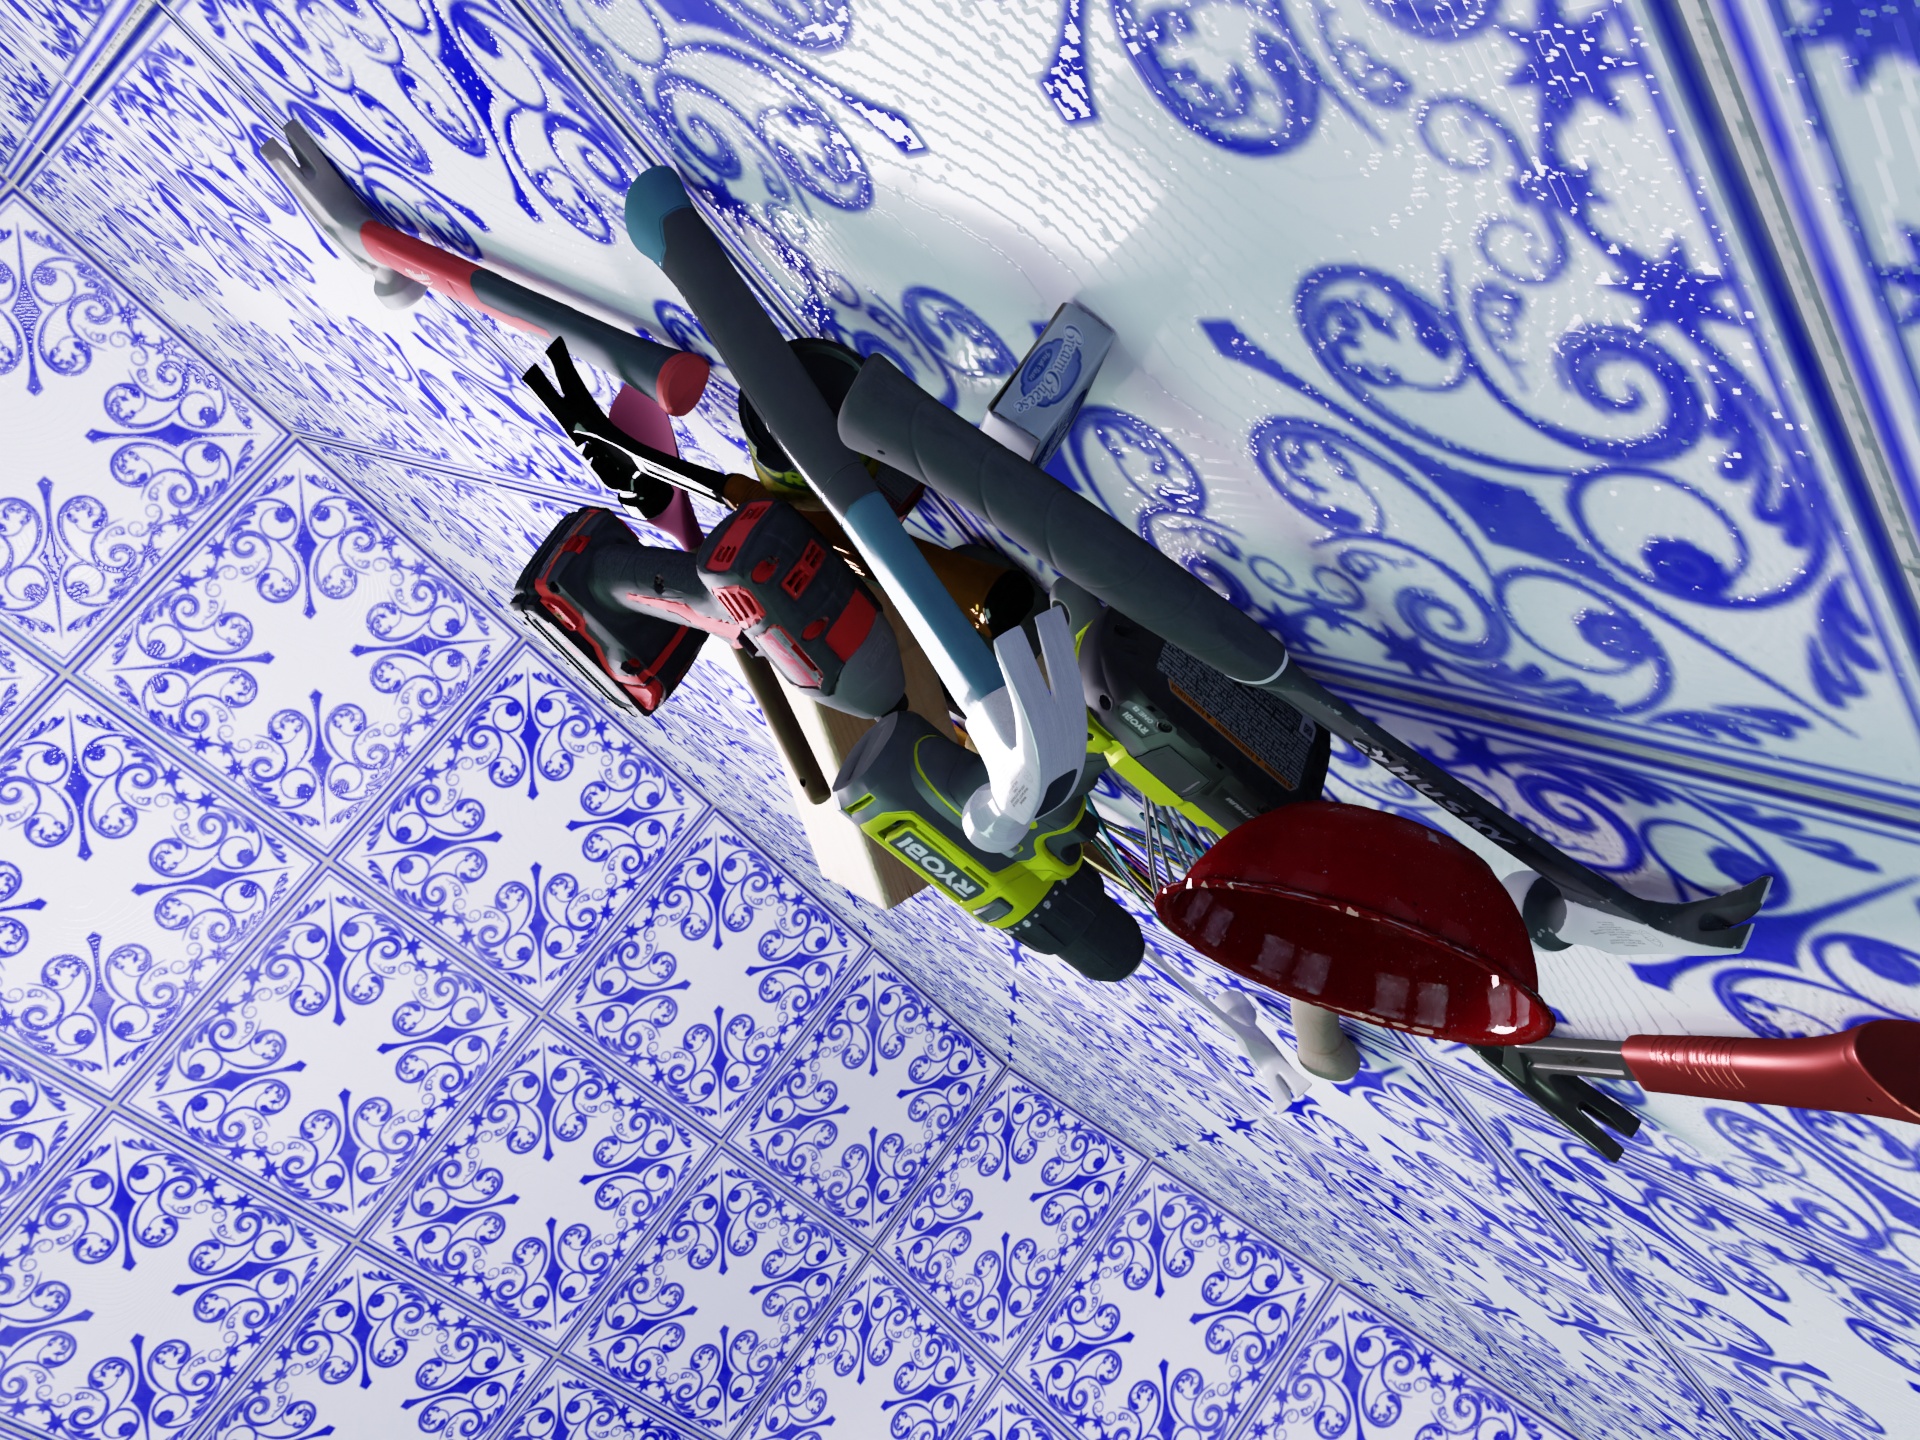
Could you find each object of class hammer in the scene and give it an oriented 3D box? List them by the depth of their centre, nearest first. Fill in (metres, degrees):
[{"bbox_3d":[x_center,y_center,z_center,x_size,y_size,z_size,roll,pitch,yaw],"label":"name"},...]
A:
[{"bbox_3d":[0.128,-0.012,0.605,0.408,0.036,0.149,32,167,-16],"label":"hammer"},{"bbox_3d":[-0.051,-0.101,0.686,0.331,0.033,0.128,56,153,10],"label":"hammer"},{"bbox_3d":[0.352,0.171,0.761,0.149,0.037,0.359,38,168,0],"label":"hammer"},{"bbox_3d":[-0.100,-0.116,0.849,0.337,0.034,0.127,25,160,35],"label":"hammer"},{"bbox_3d":[-0.295,-0.274,0.989,0.387,0.038,0.143,29,163,35],"label":"hammer"},{"bbox_3d":[0.235,0.189,1.089,0.146,0.038,0.410,19,163,19],"label":"hammer"},{"bbox_3d":[0.124,0.159,1.190,0.405,0.035,0.144,42,-174,-29],"label":"hammer"}]

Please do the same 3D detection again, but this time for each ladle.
[{"bbox_3d":[0.066,0.083,1.258,0.315,0.031,0.069,32,-179,19],"label":"ladle"}]

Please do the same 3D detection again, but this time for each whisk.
[{"bbox_3d":[0.100,0.027,0.839,0.055,0.055,0.238,16,137,59],"label":"whisk"},{"bbox_3d":[0.097,0.081,1.135,0.245,0.051,0.047,36,173,24],"label":"whisk"}]

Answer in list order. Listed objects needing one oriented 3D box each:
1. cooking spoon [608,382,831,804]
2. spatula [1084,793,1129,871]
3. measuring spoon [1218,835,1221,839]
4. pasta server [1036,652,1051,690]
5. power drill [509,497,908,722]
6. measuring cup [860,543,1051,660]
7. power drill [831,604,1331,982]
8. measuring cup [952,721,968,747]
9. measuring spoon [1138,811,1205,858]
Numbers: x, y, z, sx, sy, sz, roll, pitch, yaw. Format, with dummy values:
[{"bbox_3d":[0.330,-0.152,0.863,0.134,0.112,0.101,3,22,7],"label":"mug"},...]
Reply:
[{"bbox_3d":[-0.150,-0.083,0.973,0.017,0.068,0.319,-4,-123,-45],"label":"cooking spoon"},{"bbox_3d":[-0.002,-0.004,1.106,0.318,0.044,0.082,33,170,28],"label":"spatula"},{"bbox_3d":[0.171,0.073,0.976,0.124,0.018,0.034,52,158,-24],"label":"measuring spoon"},{"bbox_3d":[0.124,0.025,0.876,0.316,0.040,0.060,32,154,30],"label":"pasta server"},{"bbox_3d":[-0.129,-0.053,0.859,0.220,0.079,0.143,5,147,43],"label":"power drill"},{"bbox_3d":[-0.013,-0.080,0.892,0.168,0.038,0.083,30,165,41],"label":"measuring cup"},{"bbox_3d":[0.067,0.043,0.778,0.190,0.080,0.228,39,139,-15],"label":"power drill"},{"bbox_3d":[0.021,0.058,1.218,0.173,0.095,0.052,15,172,12],"label":"measuring cup"},{"bbox_3d":[0.168,0.105,1.061,0.128,0.021,0.042,35,167,6],"label":"measuring spoon"}]
